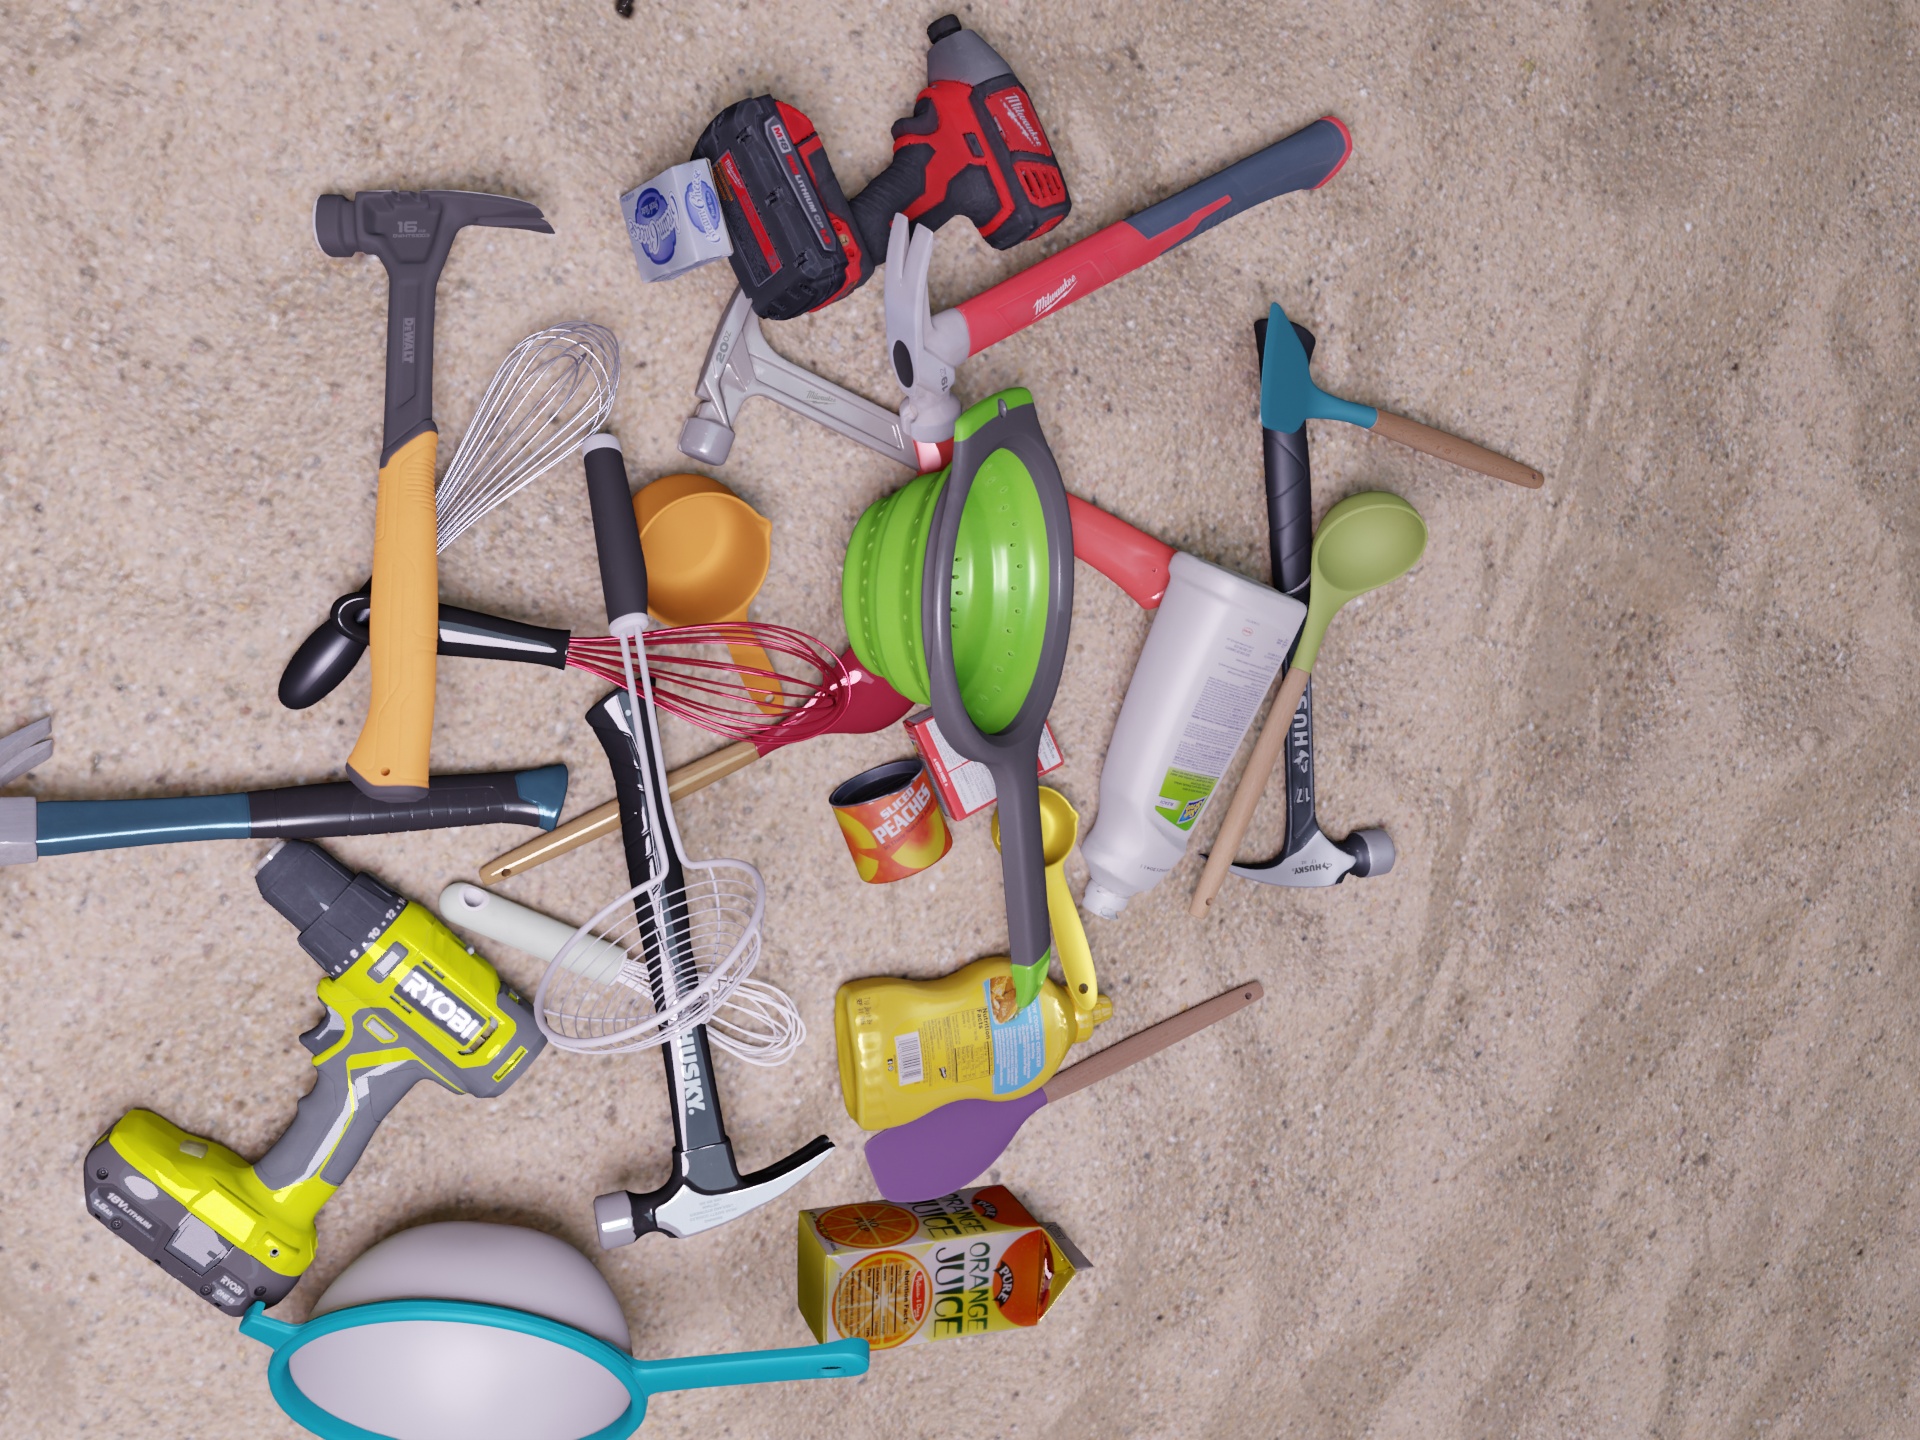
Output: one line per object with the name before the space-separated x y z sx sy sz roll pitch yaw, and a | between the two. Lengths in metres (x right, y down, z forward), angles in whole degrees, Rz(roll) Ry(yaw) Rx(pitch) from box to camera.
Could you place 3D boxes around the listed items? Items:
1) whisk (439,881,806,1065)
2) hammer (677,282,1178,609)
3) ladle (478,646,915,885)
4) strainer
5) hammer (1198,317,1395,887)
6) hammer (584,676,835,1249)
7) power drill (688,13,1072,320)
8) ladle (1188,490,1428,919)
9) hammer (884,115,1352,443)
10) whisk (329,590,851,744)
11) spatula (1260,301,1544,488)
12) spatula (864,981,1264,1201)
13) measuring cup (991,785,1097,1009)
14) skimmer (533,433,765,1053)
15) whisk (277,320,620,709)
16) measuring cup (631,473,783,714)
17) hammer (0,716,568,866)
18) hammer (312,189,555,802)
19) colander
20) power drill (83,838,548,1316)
whisk | -0.207 0.157 0.991 0.246 0.059 0.058 27 43 -18
hammer | 0.006 -0.171 1.032 0.358 0.037 0.149 23 89 -22
ladle | -0.154 0.027 1.001 0.315 0.031 0.069 -27 123 -14
strainer | -0.222 0.350 0.933 0.340 0.095 0.210 -5 133 2
hammer | 0.233 -0.078 1.135 0.149 0.036 0.409 -7 99 -19
hammer | -0.171 0.139 0.962 0.146 0.035 0.335 -9 90 -16
power drill | -0.043 -0.335 0.953 0.219 0.078 0.143 -29 99 -30
ladle | 0.231 -0.008 1.096 0.078 0.062 0.320 22 92 -27
hammer | 0.111 -0.317 1.004 0.386 0.038 0.143 -34 144 -25
whisk | -0.206 -0.036 0.913 0.295 0.073 0.073 9 94 -14
spatula | 0.315 -0.207 1.121 0.317 0.044 0.082 11 82 -32
spatula | 0.082 0.256 1.126 0.316 0.018 0.060 -23 88 -17
measuring cup | 0.062 0.121 1.081 0.062 0.029 0.156 -16 91 -19
skimmer | -0.179 -0.005 0.827 0.127 0.090 0.364 -20 67 16
whisk | -0.294 -0.117 0.914 0.070 0.070 0.284 40 86 -21
measuring cup | -0.152 -0.075 0.983 0.095 0.052 0.173 -32 132 -12
hammer | -0.382 0.053 0.885 0.331 0.128 0.033 -3 143 -29
hammer | -0.292 -0.124 0.863 0.127 0.034 0.337 0 83 1
colander | -0.002 -0.003 0.990 0.204 0.094 0.396 -41 131 -57
power drill | -0.380 0.199 0.910 0.190 0.080 0.228 44 78 -14
